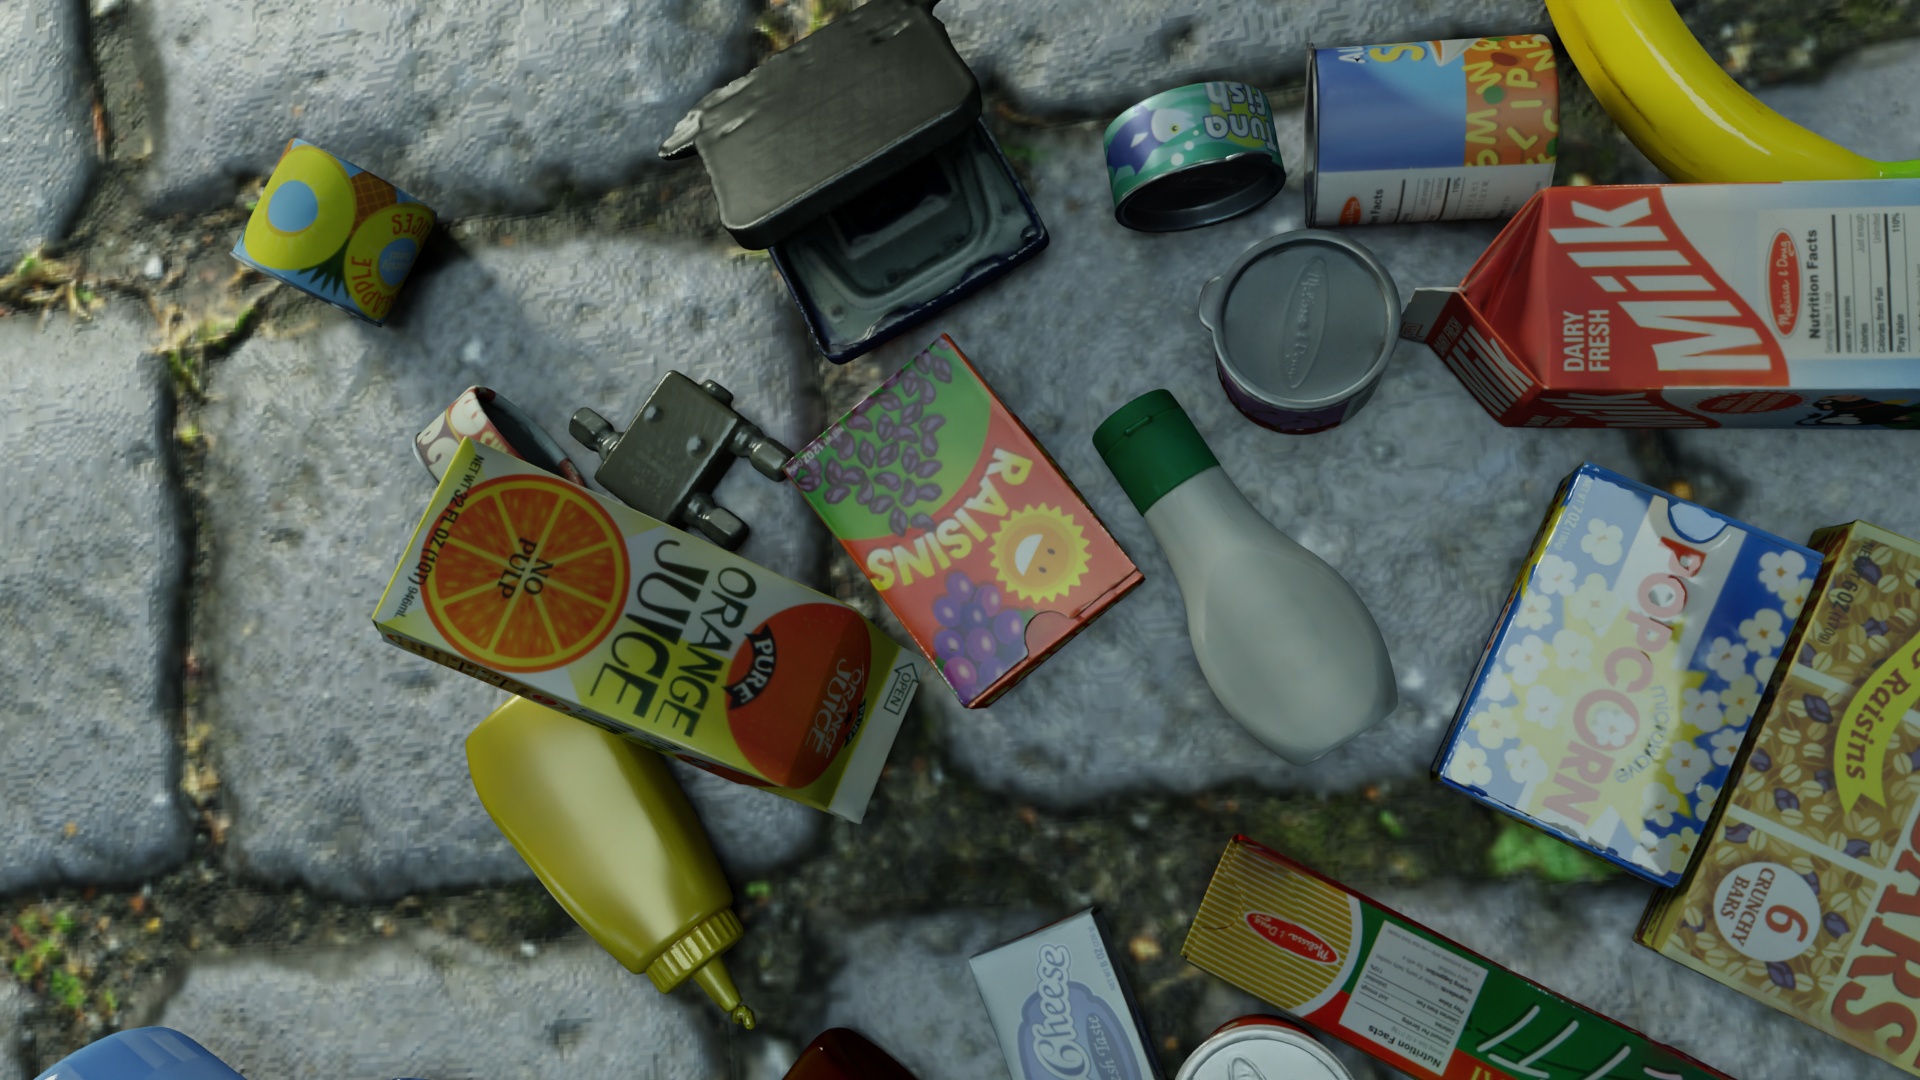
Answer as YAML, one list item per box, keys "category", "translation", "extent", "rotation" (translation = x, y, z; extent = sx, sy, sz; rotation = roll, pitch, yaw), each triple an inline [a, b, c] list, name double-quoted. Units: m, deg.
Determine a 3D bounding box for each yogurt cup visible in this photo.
- category: "yogurt cup"
  translation: [0.109, 0.202, 0.493]
  extent: [0.072, 0.054, 0.072]
  rotation: [-1, 83, 11]

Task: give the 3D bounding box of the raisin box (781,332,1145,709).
- category: "raisin box"
  translation: [0.002, -0.007, 0.548]
  extent: [0.086, 0.040, 0.123]
  rotation: [-39, 78, 4]

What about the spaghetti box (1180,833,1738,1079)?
- category: "spaghetti box"
  translation: [0.202, 0.182, 0.490]
  extent: [0.250, 0.028, 0.050]
  rotation: [25, 88, 13]

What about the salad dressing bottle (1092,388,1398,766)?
- category: "salad dressing bottle"
  translation: [0.104, 0.011, 0.524]
  extent: [0.064, 0.044, 0.148]
  rotation: [-34, 77, 8]

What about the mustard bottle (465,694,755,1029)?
- category: "mustard bottle"
  translation: [-0.131, 0.128, 0.552]
  extent: [0.065, 0.048, 0.160]
  rotation: [-38, 78, -1]

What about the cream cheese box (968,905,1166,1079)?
- category: "cream cheese box"
  translation: [0.046, 0.197, 0.521]
  extent: [0.053, 0.024, 0.104]
  rotation: [-23, 79, 9]

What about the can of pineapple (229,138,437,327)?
- category: "can of pineapple"
  translation: [-0.269, -0.132, 0.603]
  extent: [0.071, 0.071, 0.058]
  rotation: [26, 89, 13]

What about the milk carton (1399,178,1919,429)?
- category: "milk carton"
  translation: [0.255, -0.080, 0.491]
  extent: [0.190, 0.072, 0.073]
  rotation: [1, 84, 10]

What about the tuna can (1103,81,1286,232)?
- category: "tuna can"
  translation: [0.090, -0.147, 0.532]
  extent: [0.071, 0.071, 0.033]
  rotation: [-11, 81, 10]

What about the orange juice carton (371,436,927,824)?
- category: "orange juice carton"
  translation: [-0.109, 0.039, 0.519]
  extent: [0.193, 0.073, 0.072]
  rotation: [25, 74, -15]

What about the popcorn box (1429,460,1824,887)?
- category: "popcorn box"
  translation: [0.234, 0.047, 0.496]
  extent: [0.085, 0.038, 0.126]
  rotation: [25, 89, 14]

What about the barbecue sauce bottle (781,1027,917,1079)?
- category: "barbecue sauce bottle"
  translation: [-0.070, 0.263, 0.526]
  extent: [0.065, 0.043, 0.148]
  rotation: [36, 91, 13]

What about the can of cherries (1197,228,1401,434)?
- category: "can of cherries"
  translation: [0.126, -0.077, 0.523]
  extent: [0.071, 0.058, 0.071]
  rotation: [-1, 84, 11]

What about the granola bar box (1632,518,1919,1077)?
- category: "granola bar box"
  translation: [0.327, 0.092, 0.471]
  extent: [0.124, 0.039, 0.165]
  rotation: [25, 89, 13]

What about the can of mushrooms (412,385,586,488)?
- category: "can of mushrooms"
  translation: [-0.188, -0.029, 0.572]
  extent: [0.033, 0.071, 0.071]
  rotation: [-41, 78, 3]

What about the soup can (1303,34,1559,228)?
- category: "soup can"
  translation: [0.172, -0.155, 0.519]
  extent: [0.084, 0.071, 0.071]
  rotation: [-1, 83, 11]
